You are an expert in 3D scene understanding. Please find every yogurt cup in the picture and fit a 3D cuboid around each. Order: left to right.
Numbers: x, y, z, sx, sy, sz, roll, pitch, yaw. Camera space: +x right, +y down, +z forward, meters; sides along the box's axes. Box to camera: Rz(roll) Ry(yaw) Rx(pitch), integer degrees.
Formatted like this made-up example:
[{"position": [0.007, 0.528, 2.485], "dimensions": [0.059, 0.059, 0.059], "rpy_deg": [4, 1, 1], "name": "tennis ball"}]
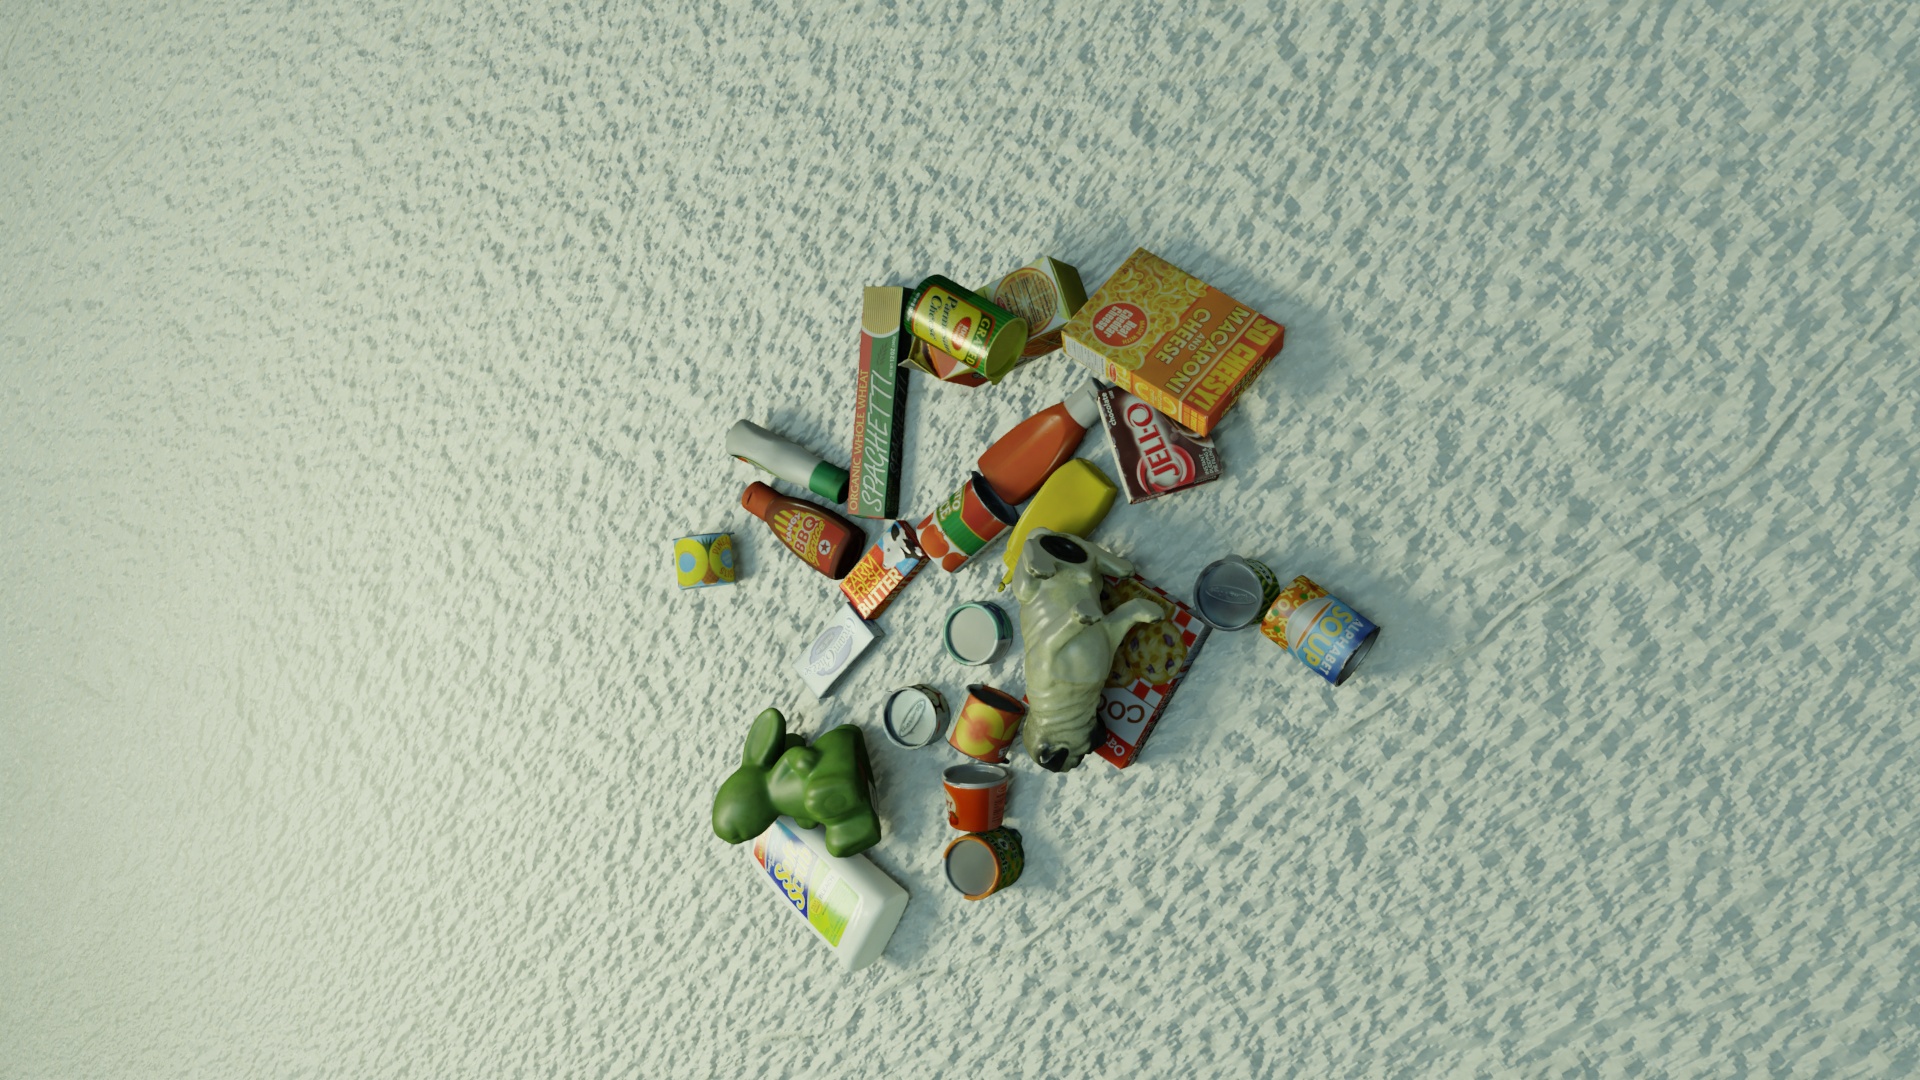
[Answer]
[{"position": [0.015, 0.261, 1.408], "dimensions": [0.072, 0.072, 0.054], "rpy_deg": [4, 100, 28], "name": "yogurt cup"}]

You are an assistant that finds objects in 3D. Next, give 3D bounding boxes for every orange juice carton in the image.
[{"position": [0.032, -0.209, 1.396], "dimensions": [0.192, 0.072, 0.073], "rpy_deg": [-22, 80, 26], "name": "orange juice carton"}]

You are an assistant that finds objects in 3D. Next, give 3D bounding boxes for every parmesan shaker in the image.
[{"position": [0.004, -0.203, 1.332], "dimensions": [0.103, 0.071, 0.071], "rpy_deg": [32, 104, 24], "name": "parmesan shaker"}]

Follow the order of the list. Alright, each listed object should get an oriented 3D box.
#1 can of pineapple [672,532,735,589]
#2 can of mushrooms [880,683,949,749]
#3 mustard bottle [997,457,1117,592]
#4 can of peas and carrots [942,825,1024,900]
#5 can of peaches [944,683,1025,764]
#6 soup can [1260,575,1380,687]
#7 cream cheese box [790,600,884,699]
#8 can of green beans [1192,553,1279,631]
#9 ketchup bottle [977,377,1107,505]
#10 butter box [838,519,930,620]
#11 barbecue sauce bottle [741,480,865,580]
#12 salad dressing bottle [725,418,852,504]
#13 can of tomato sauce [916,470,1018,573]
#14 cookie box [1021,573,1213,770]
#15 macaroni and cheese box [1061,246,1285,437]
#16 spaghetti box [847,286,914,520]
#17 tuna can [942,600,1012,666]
[{"position": [-0.288, 0.023, 1.568], "dimensions": [0.071, 0.071, 0.058], "rpy_deg": [-9, 86, 28], "name": "can of pineapple"}, {"position": [-0.048, 0.183, 1.458], "dimensions": [0.071, 0.033, 0.071], "rpy_deg": [0, 91, 28], "name": "can of mushrooms"}, {"position": [0.086, -0.008, 1.379], "dimensions": [0.065, 0.049, 0.159], "rpy_deg": [48, 111, 19], "name": "mustard bottle"}, {"position": [0.025, 0.324, 1.404], "dimensions": [0.071, 0.059, 0.071], "rpy_deg": [0, 91, 28], "name": "can of peas and carrots"}, {"position": [0.027, 0.185, 1.401], "dimensions": [0.071, 0.071, 0.058], "rpy_deg": [27, 102, 25], "name": "can of peaches"}, {"position": [0.320, 0.080, 1.241], "dimensions": [0.084, 0.071, 0.071], "rpy_deg": [37, 107, 23], "name": "soup can"}, {"position": [-0.133, 0.119, 1.509], "dimensions": [0.053, 0.024, 0.103], "rpy_deg": [48, 111, 18], "name": "cream cheese box"}, {"position": [0.256, 0.049, 1.283], "dimensions": [0.071, 0.058, 0.071], "rpy_deg": [0, 90, 28], "name": "can of green beans"}, {"position": [0.088, -0.102, 1.382], "dimensions": [0.148, 0.043, 0.065], "rpy_deg": [-41, 73, 22], "name": "ketchup bottle"}, {"position": [-0.080, 0.032, 1.481], "dimensions": [0.103, 0.024, 0.053], "rpy_deg": [-48, 69, 19], "name": "butter box"}, {"position": [-0.175, -0.017, 1.521], "dimensions": [0.149, 0.044, 0.064], "rpy_deg": [31, 105, 25], "name": "barbecue sauce bottle"}, {"position": [-0.186, -0.085, 1.520], "dimensions": [0.148, 0.064, 0.044], "rpy_deg": [26, 93, 18], "name": "salad dressing bottle"}, {"position": [0.005, -0.018, 1.412], "dimensions": [0.083, 0.071, 0.071], "rpy_deg": [-41, 72, 23], "name": "can of tomato sauce"}, {"position": [0.152, 0.119, 1.349], "dimensions": [0.123, 0.040, 0.167], "rpy_deg": [34, 104, 24], "name": "cookie box"}, {"position": [0.197, -0.187, 1.295], "dimensions": [0.167, 0.040, 0.124], "rpy_deg": [35, 72, 23], "name": "macaroni and cheese box"}, {"position": [-0.085, -0.146, 1.482], "dimensions": [0.050, 0.029, 0.249], "rpy_deg": [6, 92, 29], "name": "spaghetti box"}, {"position": [0.016, 0.093, 1.425], "dimensions": [0.071, 0.033, 0.071], "rpy_deg": [0, 90, 28], "name": "tuna can"}]
